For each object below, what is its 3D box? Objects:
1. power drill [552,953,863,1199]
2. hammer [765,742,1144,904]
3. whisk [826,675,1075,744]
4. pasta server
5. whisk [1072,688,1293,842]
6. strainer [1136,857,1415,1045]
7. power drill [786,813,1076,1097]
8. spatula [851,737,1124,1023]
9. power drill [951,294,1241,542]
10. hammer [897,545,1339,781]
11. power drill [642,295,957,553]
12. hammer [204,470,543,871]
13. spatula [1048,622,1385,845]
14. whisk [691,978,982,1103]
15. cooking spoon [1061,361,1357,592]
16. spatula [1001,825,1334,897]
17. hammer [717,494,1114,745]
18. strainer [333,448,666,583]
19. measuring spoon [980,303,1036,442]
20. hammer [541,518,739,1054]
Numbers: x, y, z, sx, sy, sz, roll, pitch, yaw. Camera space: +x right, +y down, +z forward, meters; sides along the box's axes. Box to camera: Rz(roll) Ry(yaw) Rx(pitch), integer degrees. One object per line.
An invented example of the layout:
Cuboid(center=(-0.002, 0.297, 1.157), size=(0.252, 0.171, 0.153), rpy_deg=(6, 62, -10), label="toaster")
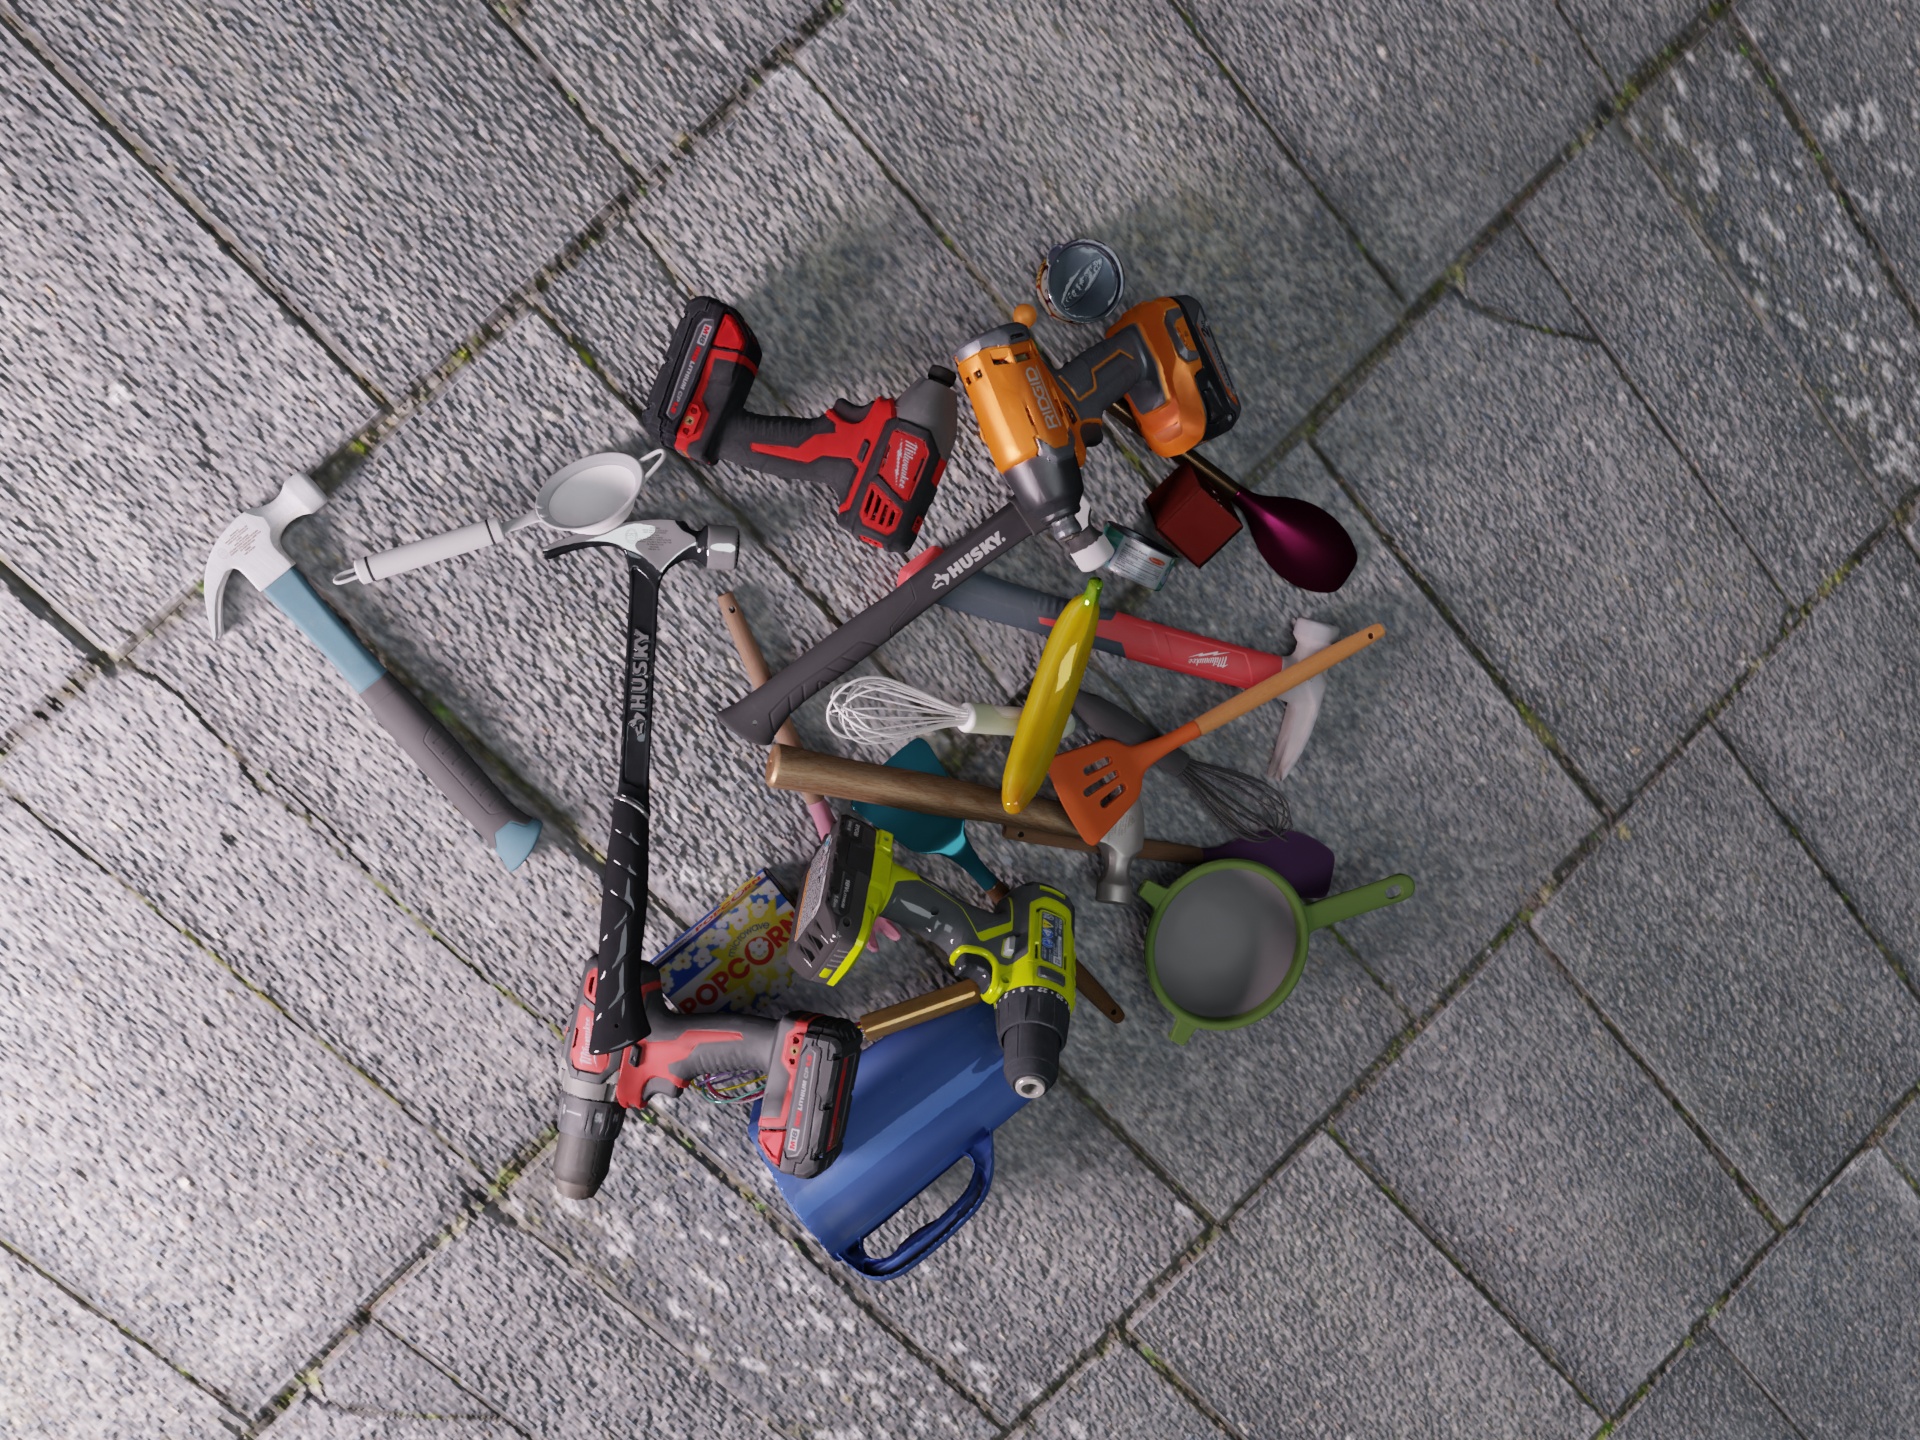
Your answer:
Cuboid(center=(-0.203, 0.290, 1.219), size=(0.227, 0.080, 0.188), rpy_deg=(10, 86, 11), label="power drill")
Cuboid(center=(0.003, 0.062, 1.298), size=(0.331, 0.031, 0.130), rpy_deg=(12, 79, -22), label="hammer")
Cuboid(center=(-0.002, -0.004, 1.275), size=(0.246, 0.058, 0.059), rpy_deg=(4, 123, -38), label="whisk")
Cuboid(center=(-0.126, 0.042, 1.291), size=(0.060, 0.040, 0.316), rpy_deg=(-27, 103, -17), label="pasta server")
Cuboid(center=(0.188, 0.039, 1.365), size=(0.239, 0.055, 0.055), rpy_deg=(31, 91, -12), label="whisk")
Cuboid(center=(0.271, 0.174, 1.396), size=(0.256, 0.069, 0.151), rpy_deg=(-16, 101, -12), label="strainer")
Cuboid(center=(-0.013, 0.182, 1.236), size=(0.228, 0.191, 0.080), rpy_deg=(24, 127, -14), label="power drill")
Cuboid(center=(0.040, 0.152, 1.360), size=(0.082, 0.044, 0.317), rpy_deg=(-44, 111, -5), label="spatula")
Cuboid(center=(0.111, -0.236, 1.228), size=(0.226, 0.084, 0.164), rpy_deg=(-23, 92, -37), label="power drill")
Cuboid(center=(0.129, -0.058, 1.339), size=(0.386, 0.038, 0.143), rpy_deg=(14, 97, -16), label="hammer")
Cuboid(center=(-0.112, -0.229, 1.194), size=(0.219, 0.078, 0.143), rpy_deg=(23, 93, 3), label="power drill")
Cuboid(center=(-0.435, -0.019, 1.206), size=(0.128, 0.033, 0.330), rpy_deg=(-40, 106, -6), label="hammer")
Cuboid(center=(0.221, -0.004, 1.329), size=(0.322, 0.041, 0.081), rpy_deg=(-28, 93, -9), label="spatula")
Cuboid(center=(-0.099, 0.255, 1.280), size=(0.245, 0.051, 0.047), rpy_deg=(-19, 111, -3), label="whisk")
Cuboid(center=(0.212, -0.207, 1.344), size=(0.318, 0.017, 0.069), rpy_deg=(32, 92, -17), label="cooking spoon")
Cuboid(center=(0.186, 0.113, 1.391), size=(0.315, 0.018, 0.060), rpy_deg=(8, 95, -16), label="spatula")
Cuboid(center=(-0.050, -0.094, 1.251), size=(0.335, 0.035, 0.146), rpy_deg=(-36, 109, -2), label="hammer")
Cuboid(center=(-0.338, -0.144, 1.185), size=(0.258, 0.087, 0.050), rpy_deg=(-19, 136, -10), label="strainer")
Cuboid(center=(0.039, -0.282, 1.292), size=(0.021, 0.011, 0.117), rpy_deg=(16, 95, -16), label="measuring spoon")
Cuboid(center=(-0.253, 0.046, 1.205), size=(0.149, 0.036, 0.409), rpy_deg=(4, 82, -10), label="hammer")
